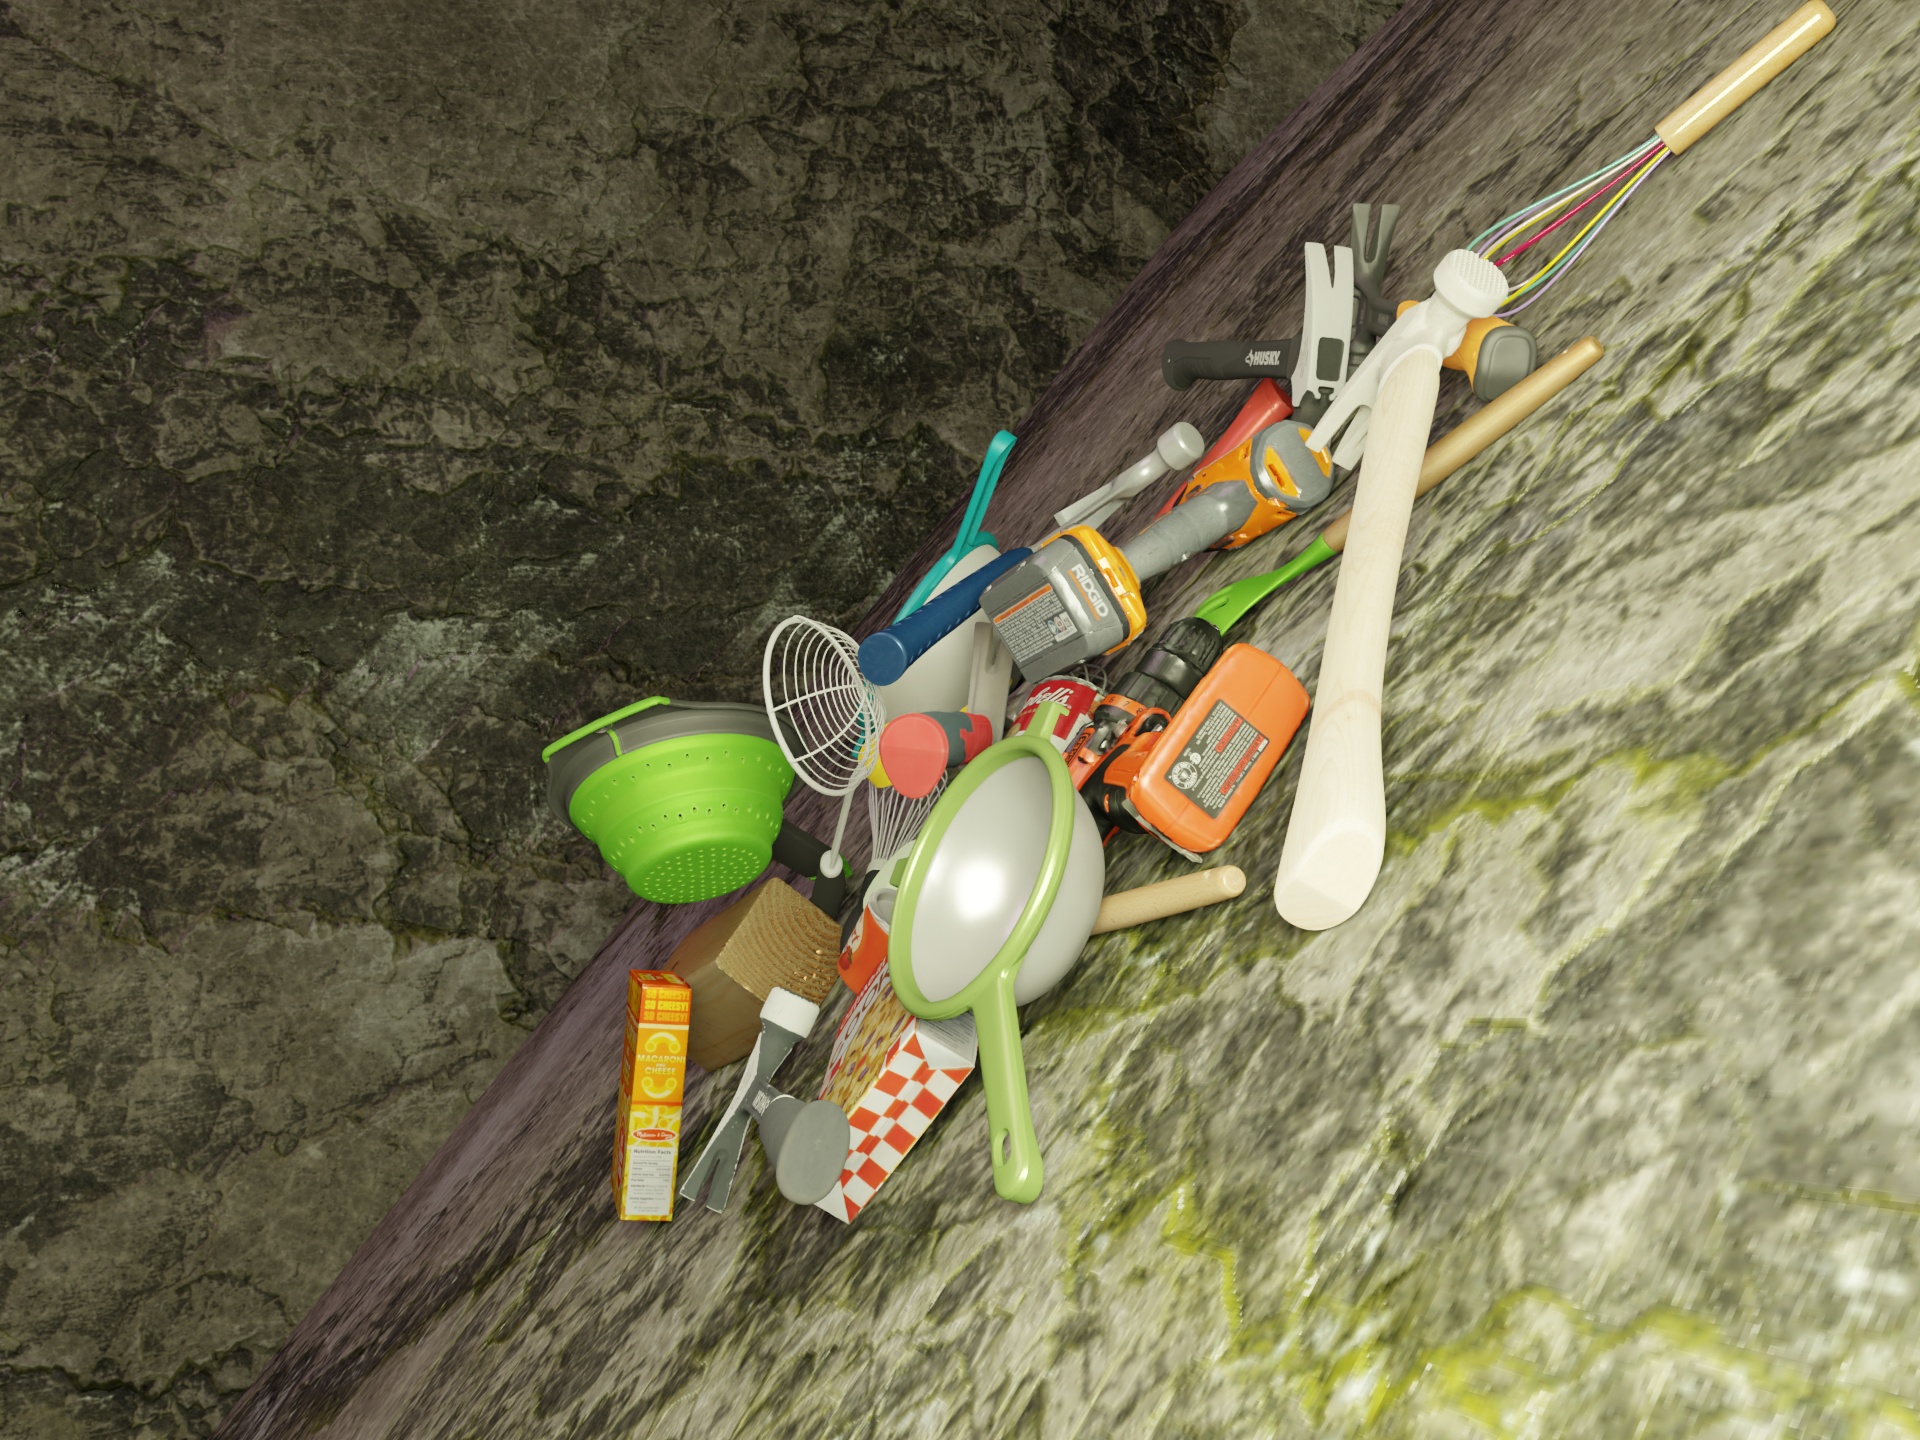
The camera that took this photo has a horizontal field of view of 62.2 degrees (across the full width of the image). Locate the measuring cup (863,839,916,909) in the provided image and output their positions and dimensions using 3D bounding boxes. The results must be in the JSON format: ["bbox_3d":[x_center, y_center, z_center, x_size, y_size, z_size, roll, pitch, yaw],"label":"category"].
[{"bbox_3d":[-0.017,0.101,1.141,0.167,0.038,0.083,-42,12,46],"label":"measuring cup"}]

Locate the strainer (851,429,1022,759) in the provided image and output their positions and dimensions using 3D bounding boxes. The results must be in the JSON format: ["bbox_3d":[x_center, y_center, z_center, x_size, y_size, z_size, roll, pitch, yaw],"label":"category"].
[{"bbox_3d":[0.021,-0.097,1.371,0.211,0.095,0.340,-46,-15,-42],"label":"strainer"}]

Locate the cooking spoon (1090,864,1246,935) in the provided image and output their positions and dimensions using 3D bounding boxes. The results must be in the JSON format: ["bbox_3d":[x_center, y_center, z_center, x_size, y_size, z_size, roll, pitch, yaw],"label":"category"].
[{"bbox_3d":[0.061,0.107,0.841,0.069,0.017,0.319,-54,10,-24],"label":"cooking spoon"}]

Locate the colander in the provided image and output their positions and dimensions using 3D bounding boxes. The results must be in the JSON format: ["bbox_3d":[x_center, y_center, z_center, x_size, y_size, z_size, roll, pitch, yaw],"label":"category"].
[{"bbox_3d":[-0.176,0.105,1.286,0.204,0.095,0.396,-24,-28,13],"label":"colander"}]

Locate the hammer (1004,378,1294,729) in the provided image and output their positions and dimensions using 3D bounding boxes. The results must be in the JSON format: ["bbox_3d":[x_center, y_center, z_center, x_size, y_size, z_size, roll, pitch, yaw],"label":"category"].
[{"bbox_3d":[0.147,-0.136,1.301,0.359,0.036,0.149,-50,16,-6],"label":"hammer"}]

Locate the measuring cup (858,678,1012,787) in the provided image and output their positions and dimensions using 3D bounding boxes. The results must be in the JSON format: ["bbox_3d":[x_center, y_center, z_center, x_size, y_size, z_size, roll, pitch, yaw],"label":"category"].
[{"bbox_3d":[-0.024,0.001,1.297,0.156,0.029,0.062,-35,25,27],"label":"measuring cup"}]

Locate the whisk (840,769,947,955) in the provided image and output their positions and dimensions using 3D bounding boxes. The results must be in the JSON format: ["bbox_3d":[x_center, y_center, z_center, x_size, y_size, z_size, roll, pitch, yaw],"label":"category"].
[{"bbox_3d":[-0.059,0.106,1.285,0.070,0.070,0.285,-44,16,29],"label":"whisk"}]

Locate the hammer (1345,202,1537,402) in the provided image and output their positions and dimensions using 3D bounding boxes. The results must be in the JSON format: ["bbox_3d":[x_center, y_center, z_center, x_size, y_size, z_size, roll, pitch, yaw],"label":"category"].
[{"bbox_3d":[0.291,-0.254,0.997,0.337,0.034,0.127,-91,4,-71],"label":"hammer"}]

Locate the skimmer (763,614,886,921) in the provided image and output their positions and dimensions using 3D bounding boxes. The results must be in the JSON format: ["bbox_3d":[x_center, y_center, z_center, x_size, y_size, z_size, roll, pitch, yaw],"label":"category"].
[{"bbox_3d":[-0.119,0.069,1.205,0.363,0.090,0.127,107,173,-50],"label":"skimmer"}]

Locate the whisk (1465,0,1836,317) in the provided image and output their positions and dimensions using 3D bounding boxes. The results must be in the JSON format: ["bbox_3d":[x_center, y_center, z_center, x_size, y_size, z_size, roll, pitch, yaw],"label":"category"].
[{"bbox_3d":[0.396,-0.330,0.942,0.245,0.051,0.047,-39,8,34],"label":"whisk"}]

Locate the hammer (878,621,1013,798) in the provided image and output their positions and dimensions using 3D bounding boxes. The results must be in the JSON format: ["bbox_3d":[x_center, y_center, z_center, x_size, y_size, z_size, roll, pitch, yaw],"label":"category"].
[{"bbox_3d":[-0.002,-0.003,1.015,0.386,0.038,0.143,5,-87,-84],"label":"hammer"}]

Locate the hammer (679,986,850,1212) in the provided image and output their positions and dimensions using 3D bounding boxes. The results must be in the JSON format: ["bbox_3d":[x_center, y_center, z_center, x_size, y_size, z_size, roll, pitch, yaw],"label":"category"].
[{"bbox_3d":[-0.106,0.225,0.888,0.149,0.036,0.409,-65,6,-12],"label":"hammer"}]

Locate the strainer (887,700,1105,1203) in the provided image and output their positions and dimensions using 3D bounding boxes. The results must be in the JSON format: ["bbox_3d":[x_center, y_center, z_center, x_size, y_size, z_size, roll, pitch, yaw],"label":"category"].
[{"bbox_3d":[0.034,0.122,0.759,0.151,0.069,0.257,-49,29,30],"label":"strainer"}]

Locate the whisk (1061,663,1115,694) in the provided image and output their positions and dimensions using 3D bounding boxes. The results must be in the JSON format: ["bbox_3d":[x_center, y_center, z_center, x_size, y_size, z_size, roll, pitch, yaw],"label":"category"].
[{"bbox_3d":[0.067,-0.039,1.169,0.055,0.055,0.239,-48,20,6],"label":"whisk"}]

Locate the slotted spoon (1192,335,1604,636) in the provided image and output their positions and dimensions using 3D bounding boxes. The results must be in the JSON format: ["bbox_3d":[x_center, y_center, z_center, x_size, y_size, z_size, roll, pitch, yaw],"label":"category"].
[{"bbox_3d":[0.232,-0.118,0.913,0.313,0.031,0.070,-39,7,41],"label":"slotted spoon"}]

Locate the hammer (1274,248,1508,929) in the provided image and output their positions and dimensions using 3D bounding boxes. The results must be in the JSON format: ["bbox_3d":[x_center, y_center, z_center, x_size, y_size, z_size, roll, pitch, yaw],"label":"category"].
[{"bbox_3d":[0.190,-0.065,0.756,0.146,0.038,0.411,-55,9,48],"label":"hammer"}]

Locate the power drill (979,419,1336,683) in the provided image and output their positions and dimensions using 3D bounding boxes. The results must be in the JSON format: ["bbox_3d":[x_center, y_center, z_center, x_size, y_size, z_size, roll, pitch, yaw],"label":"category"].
[{"bbox_3d":[0.128,-0.113,1.075,0.226,0.084,0.164,-32,2,-23],"label":"power drill"}]

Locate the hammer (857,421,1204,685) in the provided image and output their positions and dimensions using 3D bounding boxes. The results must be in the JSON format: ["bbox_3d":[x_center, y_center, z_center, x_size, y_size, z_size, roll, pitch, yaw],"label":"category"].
[{"bbox_3d":[0.047,-0.120,1.183,0.144,0.035,0.405,-34,3,41],"label":"hammer"}]

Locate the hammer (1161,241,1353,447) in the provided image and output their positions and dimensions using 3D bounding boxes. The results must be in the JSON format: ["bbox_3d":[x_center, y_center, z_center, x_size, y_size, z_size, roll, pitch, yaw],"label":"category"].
[{"bbox_3d":[0.223,-0.289,1.250,0.335,0.035,0.146,-131,46,-74],"label":"hammer"}]
